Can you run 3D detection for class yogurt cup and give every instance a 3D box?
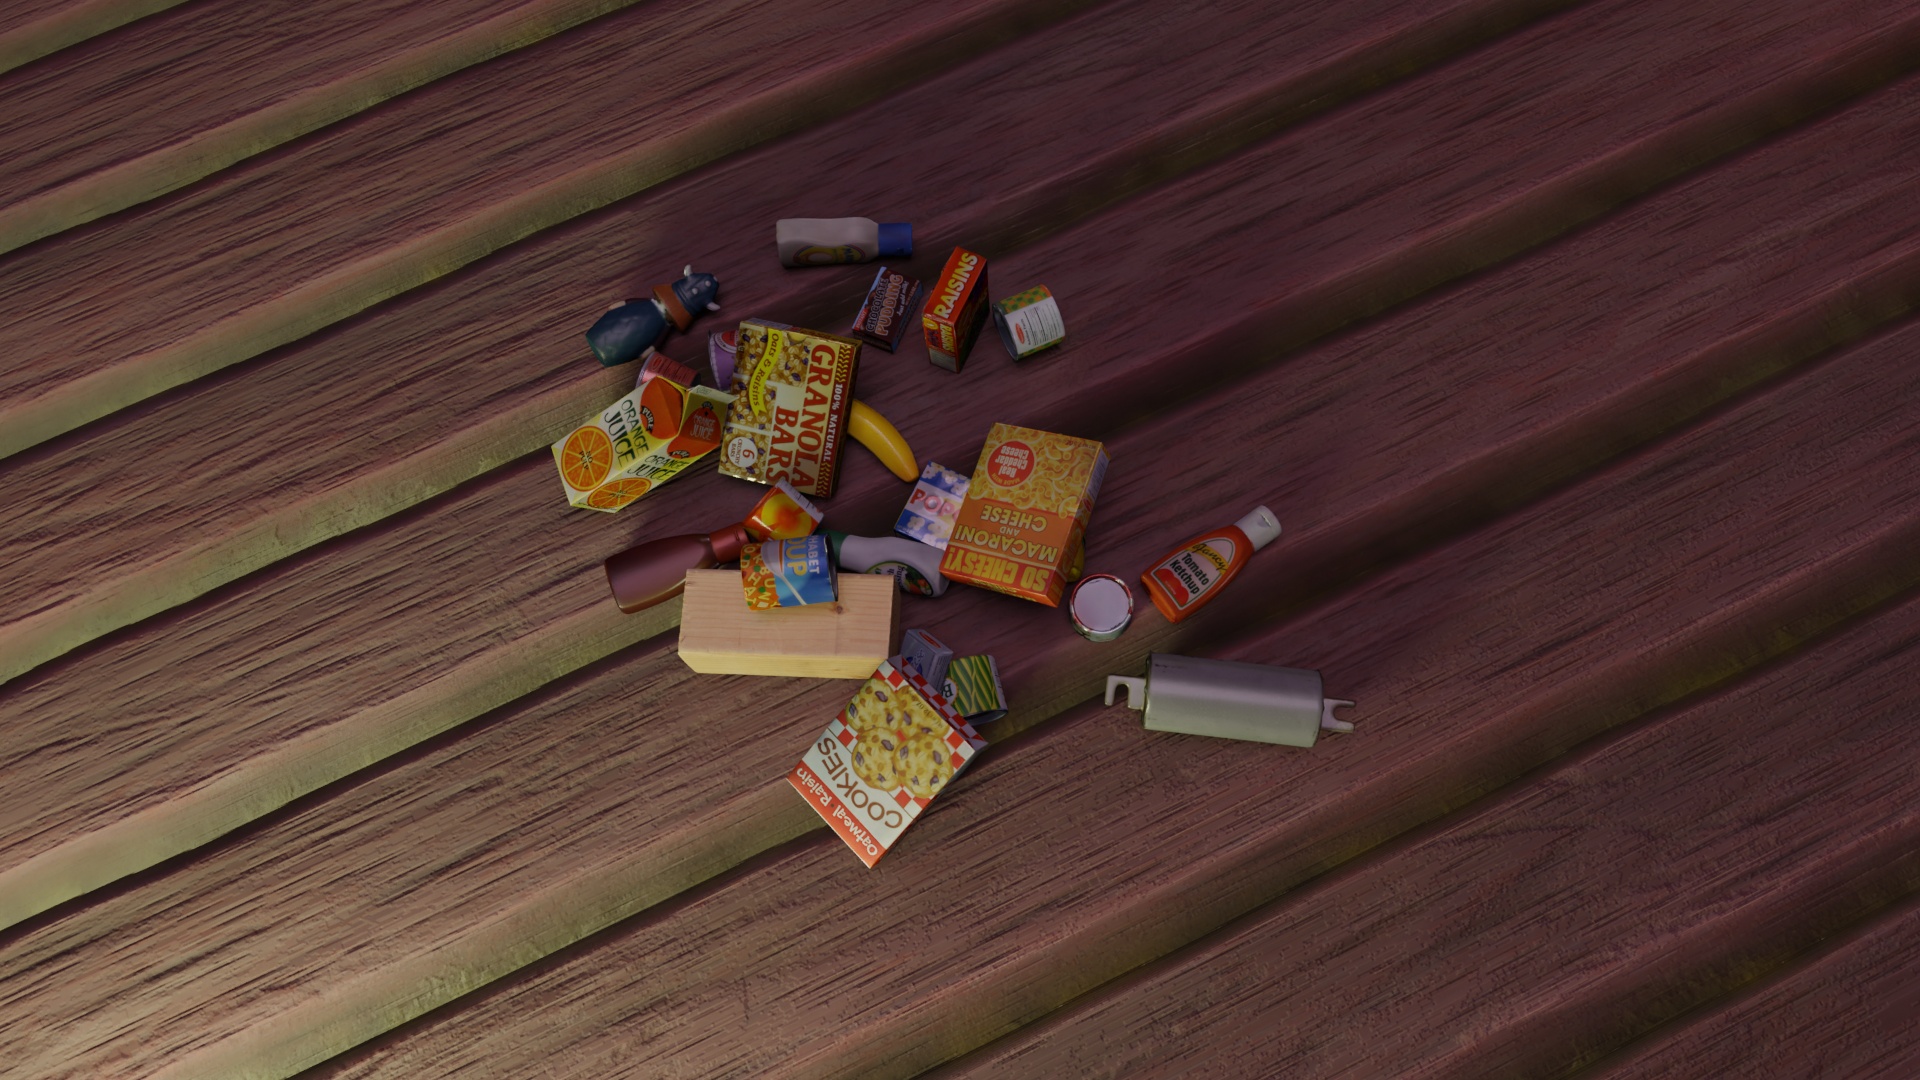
[{"bbox_3d":[-0.314,-0.163,1.492,0.054,0.072,0.072,19,74,0],"label":"yogurt cup"}]

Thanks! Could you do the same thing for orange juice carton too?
[{"bbox_3d":[-0.320,-0.107,1.431,0.192,0.072,0.073,-29,72,20],"label":"orange juice carton"}]

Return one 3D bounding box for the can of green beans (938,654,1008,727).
[{"bbox_3d":[0.009,0.151,1.376,0.071,0.071,0.058,-14,72,-2],"label":"can of green beans"}]

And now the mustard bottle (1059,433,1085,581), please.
[{"bbox_3d":[0.106,-0.039,1.435,0.049,0.065,0.161,0,69,8],"label":"mustard bottle"}]

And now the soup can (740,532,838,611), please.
[{"bbox_3d":[-0.163,0.028,1.326,0.084,0.071,0.071,-7,72,0],"label":"soup can"}]

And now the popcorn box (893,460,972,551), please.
[{"bbox_3d":[0.005,-0.018,1.445,0.127,0.038,0.085,25,75,10],"label":"popcorn box"}]

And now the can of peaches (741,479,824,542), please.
[{"bbox_3d":[-0.185,-0.019,1.429,0.058,0.071,0.071,43,78,-12],"label":"can of peaches"}]

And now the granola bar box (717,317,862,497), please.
[{"bbox_3d":[-0.178,-0.138,1.448,0.124,0.039,0.165,13,106,6],"label":"granola bar box"}]

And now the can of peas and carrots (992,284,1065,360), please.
[{"bbox_3d":[0.073,-0.236,1.499,0.059,0.070,0.071,-23,73,-5],"label":"can of peas and carrots"}]

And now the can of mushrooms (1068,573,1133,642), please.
[{"bbox_3d":[0.142,0.066,1.415,0.071,0.033,0.071,-1,73,3],"label":"can of mushrooms"}]

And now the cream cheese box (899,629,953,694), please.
[{"bbox_3d":[-0.044,0.145,1.365,0.053,0.024,0.103,33,112,47],"label":"cream cheese box"}]

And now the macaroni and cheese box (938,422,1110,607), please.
[{"bbox_3d":[0.065,-0.027,1.385,0.124,0.040,0.167,13,74,27],"label":"macaroni and cheese box"}]

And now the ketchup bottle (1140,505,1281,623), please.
[{"bbox_3d":[0.259,0.020,1.420,0.149,0.043,0.065,-34,74,-9],"label":"ketchup bottle"}]

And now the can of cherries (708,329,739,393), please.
[{"bbox_3d":[-0.236,-0.196,1.495,0.058,0.071,0.071,-9,72,0],"label":"can of cherries"}]

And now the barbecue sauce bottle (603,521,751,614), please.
[{"bbox_3d":[-0.290,0.023,1.441,0.149,0.043,0.065,-21,74,-5],"label":"barbecue sauce bottle"}]

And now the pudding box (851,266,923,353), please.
[{"bbox_3d":[-0.080,-0.254,1.528,0.050,0.030,0.084,22,74,10],"label":"pudding box"}]

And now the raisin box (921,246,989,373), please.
[{"bbox_3d":[-0.004,-0.243,1.472,0.040,0.123,0.086,24,76,9],"label":"raisin box"}]

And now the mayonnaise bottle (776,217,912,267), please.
[{"bbox_3d":[-0.128,-0.332,1.539,0.148,0.064,0.041,-2,72,-2],"label":"mayonnaise bottle"}]

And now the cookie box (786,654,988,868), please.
[{"bbox_3d":[-0.072,0.212,1.336,0.123,0.040,0.167,44,108,14],"label":"cookie box"}]

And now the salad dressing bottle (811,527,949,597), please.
[{"bbox_3d":[-0.084,0.019,1.426,0.148,0.064,0.044,13,57,17],"label":"salad dressing bottle"}]
